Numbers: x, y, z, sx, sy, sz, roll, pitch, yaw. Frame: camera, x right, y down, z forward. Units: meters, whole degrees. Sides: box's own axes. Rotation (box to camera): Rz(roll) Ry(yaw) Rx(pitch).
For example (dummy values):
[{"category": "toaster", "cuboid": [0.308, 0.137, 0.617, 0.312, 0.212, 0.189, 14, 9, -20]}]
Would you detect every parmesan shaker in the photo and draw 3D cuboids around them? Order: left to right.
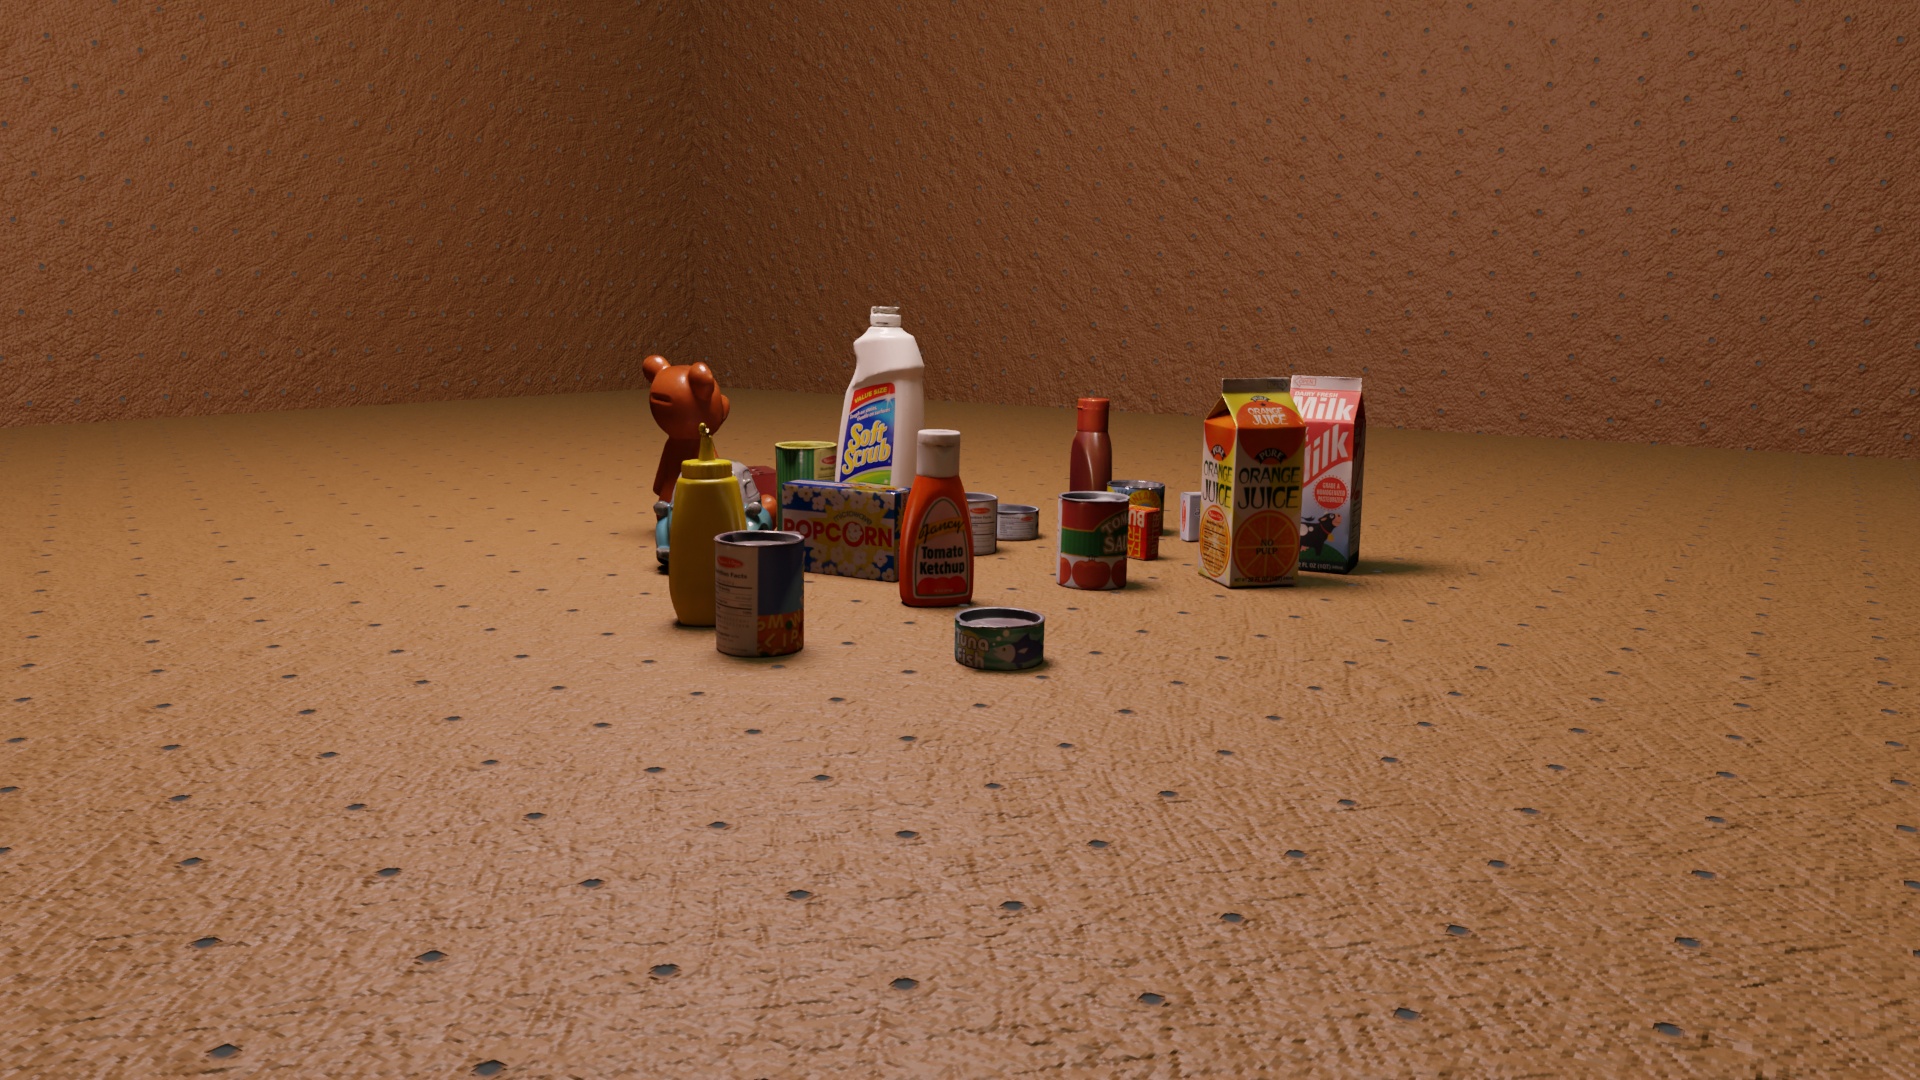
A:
[{"category": "parmesan shaker", "cuboid": [-0.168, -0.053, 1.501, 0.071, 0.103, 0.071, 1, 9, 0]}]

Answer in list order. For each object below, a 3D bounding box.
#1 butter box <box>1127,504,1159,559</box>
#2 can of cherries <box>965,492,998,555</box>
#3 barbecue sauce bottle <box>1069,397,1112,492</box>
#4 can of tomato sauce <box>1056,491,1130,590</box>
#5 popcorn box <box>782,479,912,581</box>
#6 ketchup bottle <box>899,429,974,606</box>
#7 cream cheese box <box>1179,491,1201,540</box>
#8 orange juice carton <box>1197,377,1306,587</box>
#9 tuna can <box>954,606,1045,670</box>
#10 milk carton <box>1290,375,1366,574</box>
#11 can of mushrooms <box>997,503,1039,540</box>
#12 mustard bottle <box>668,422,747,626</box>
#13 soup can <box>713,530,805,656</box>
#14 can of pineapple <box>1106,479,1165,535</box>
[{"category": "butter box", "cuboid": [0.162, -0.013, 1.449, 0.024, 0.053, 0.103, -7, 13, -41]}, {"category": "can of cherries", "cuboid": [0.005, -0.018, 1.448, 0.071, 0.058, 0.071, 1, 9, 0]}, {"category": "barbecue sauce bottle", "cuboid": [0.153, -0.092, 1.627, 0.044, 0.148, 0.065, -3, 10, -23]}, {"category": "can of tomato sauce", "cuboid": [0.124, 0.000, 1.284, 0.071, 0.083, 0.071, 1, 9, 0]}, {"category": "popcorn box", "cuboid": [-0.108, -0.011, 1.315, 0.127, 0.085, 0.038, 6, 10, 26]}, {"category": "ketchup bottle", "cuboid": [-0.020, -0.020, 1.188, 0.065, 0.148, 0.043, -2, 10, -16]}, {"category": "cream cheese box", "cuboid": [0.294, -0.028, 1.549, 0.104, 0.053, 0.024, -3, 10, -20]}, {"category": "orange juice carton", "cuboid": [0.273, -0.057, 1.303, 0.072, 0.192, 0.073, -2, 9, -15]}, {"category": "tuna can", "cuboid": [0.027, 0.071, 1.007, 0.071, 0.032, 0.071, 1, 10, 0]}, {"category": "milk carton", "cuboid": [0.360, -0.068, 1.385, 0.072, 0.190, 0.073, 5, 10, 24]}, {"category": "can of mushrooms", "cuboid": [0.054, -0.021, 1.543, 0.071, 0.033, 0.071, 1, 10, 0]}, {"category": "mustard bottle", "cuboid": [-0.199, -0.014, 1.102, 0.065, 0.160, 0.049, 0, 9, -5]}, {"category": "soup can", "cuboid": [-0.147, 0.038, 1.031, 0.071, 0.083, 0.071, 1, 9, 0]}, {"category": "can of pineapple", "cuboid": [0.198, -0.036, 1.575, 0.071, 0.057, 0.071, 1, 9, 0]}]
